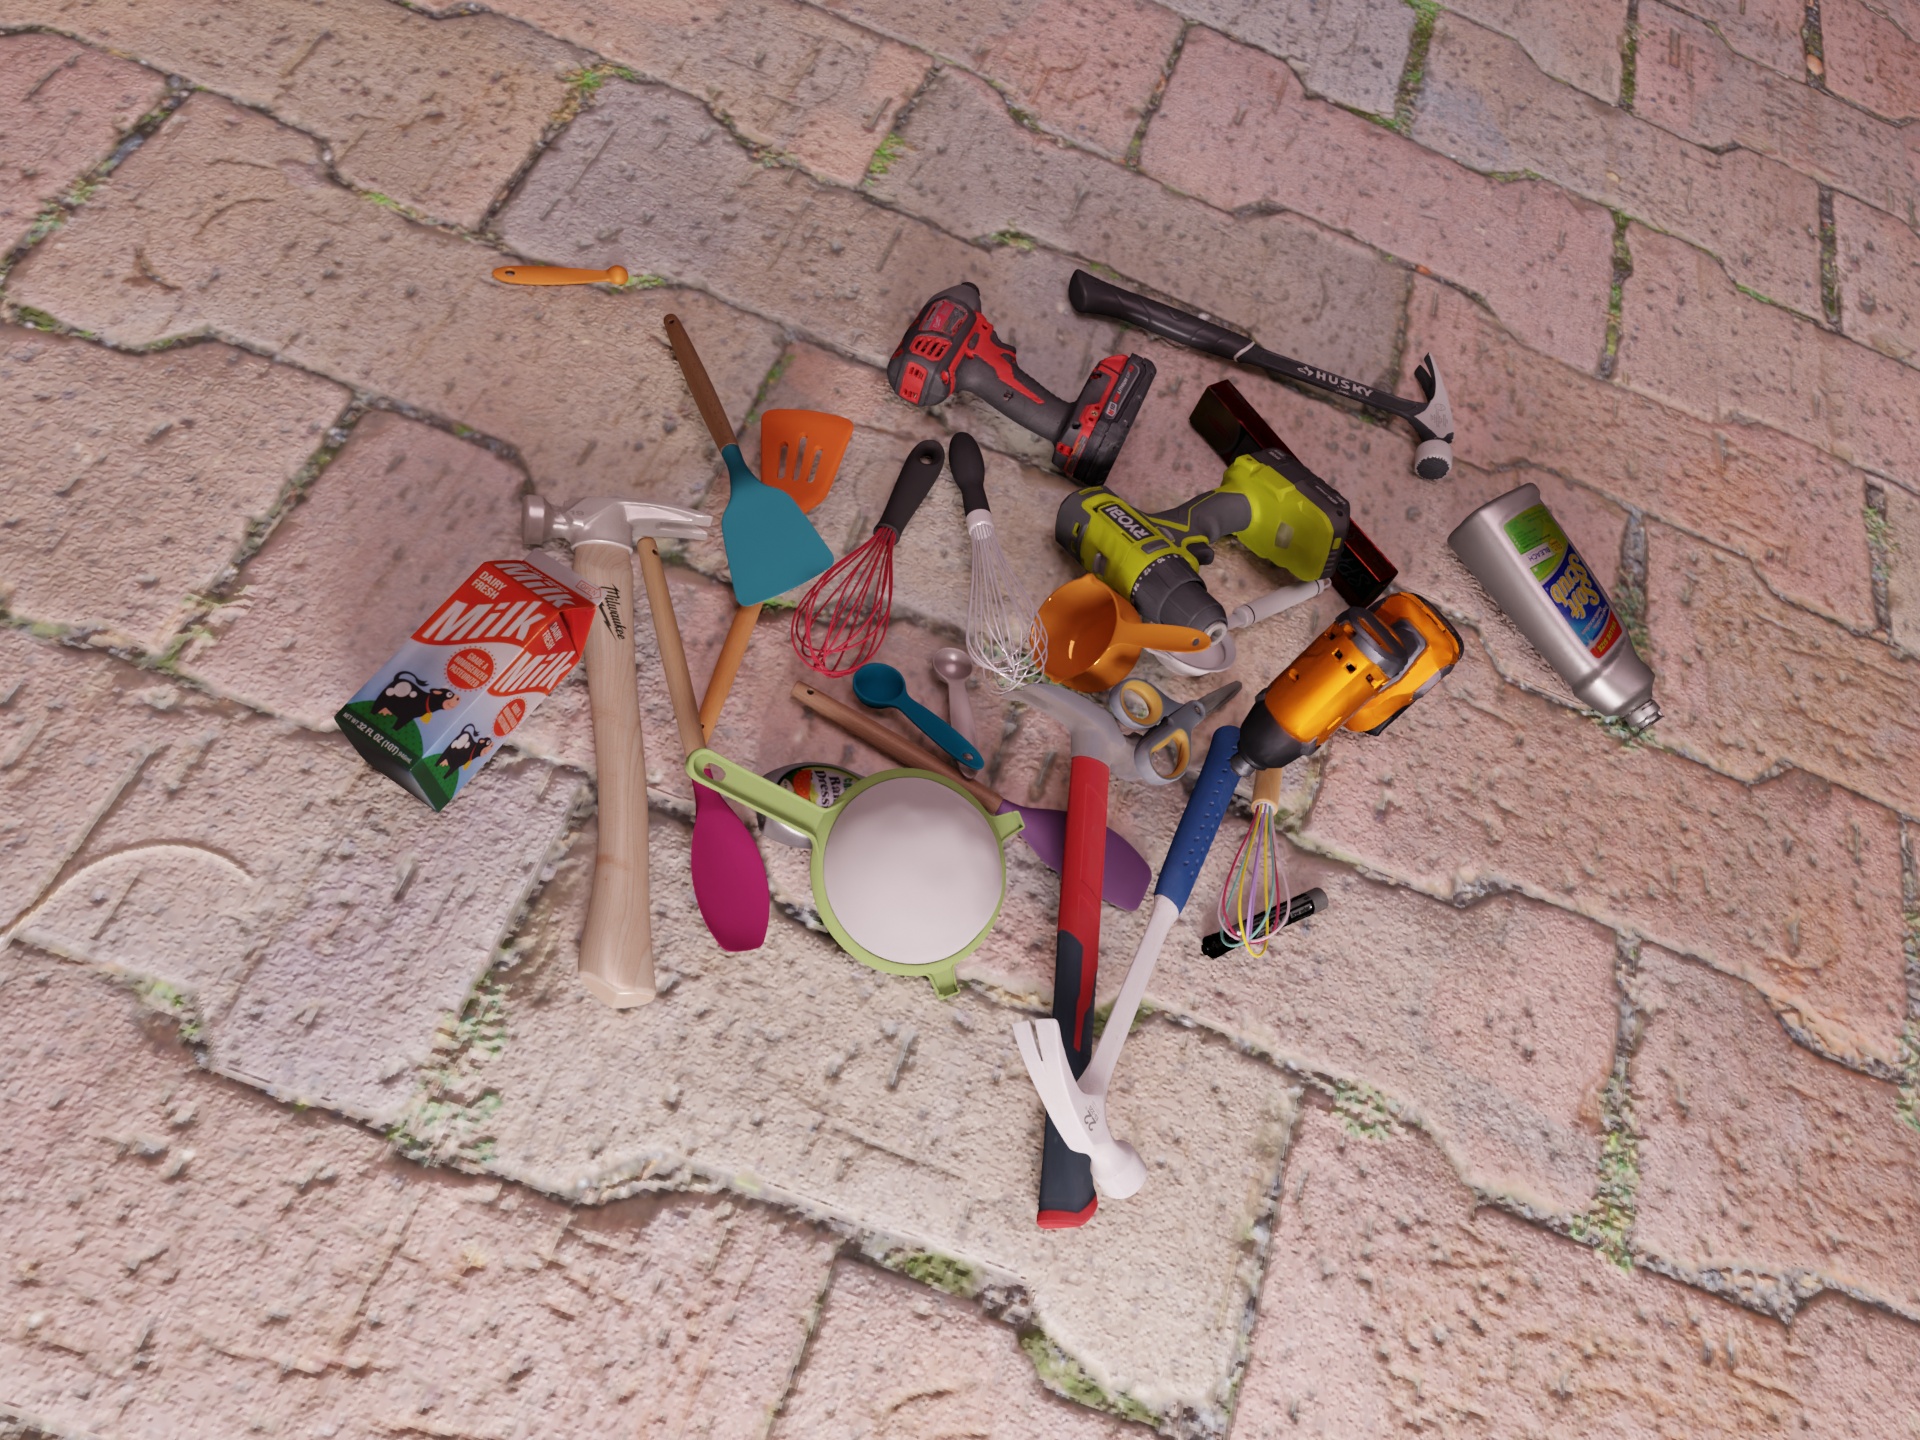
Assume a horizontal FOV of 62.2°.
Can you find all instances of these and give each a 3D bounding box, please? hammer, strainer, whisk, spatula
[{"bbox_3d":[0.300,-0.362,1.570,0.409,0.036,0.149,18,55,-7],"label":"hammer"},{"bbox_3d":[-0.071,0.080,1.116,0.256,0.069,0.151,28,71,-15],"label":"strainer"},{"bbox_3d":[-0.066,-0.139,1.302,0.073,0.073,0.296,25,49,-3],"label":"whisk"},{"bbox_3d":[0.074,0.162,1.141,0.143,0.038,0.387,27,57,-36],"label":"hammer"},{"bbox_3d":[-0.242,0.009,1.164,0.146,0.038,0.411,1,60,-20],"label":"hammer"},{"bbox_3d":[0.009,0.052,1.232,0.316,0.018,0.060,30,56,-1],"label":"spatula"},{"bbox_3d":[-0.161,-0.117,1.263,0.081,0.041,0.323,9,57,10],"label":"spatula"},{"bbox_3d":[0.240,0.089,1.266,0.047,0.051,0.245,31,45,-13],"label":"whisk"},{"bbox_3d":[0.021,-0.139,1.326,0.070,0.070,0.285,2,51,-17],"label":"whisk"},{"bbox_3d":[0.147,0.140,1.170,0.144,0.035,0.406,57,41,-24],"label":"hammer"},{"bbox_3d":[0.240,-0.086,1.381,0.258,0.050,0.087,-23,58,-35],"label":"strainer"},{"bbox_3d":[-0.194,-0.230,1.307,0.082,0.044,0.318,-26,55,-1],"label":"spatula"}]

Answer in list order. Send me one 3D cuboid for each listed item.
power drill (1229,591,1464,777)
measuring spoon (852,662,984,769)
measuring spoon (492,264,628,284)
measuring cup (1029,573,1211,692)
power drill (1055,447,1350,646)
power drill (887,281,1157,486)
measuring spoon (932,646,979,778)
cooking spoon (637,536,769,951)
[{"bbox_3d":[0.308,-0.026,1.287,0.084,0.164,0.226,51,30,15],"label":"power drill"},{"bbox_3d":[-0.033,0.002,1.237,0.129,0.021,0.042,39,52,17],"label":"measuring spoon"},{"bbox_3d":[-0.346,-0.389,1.381,0.117,0.011,0.021,-6,62,-21],"label":"measuring spoon"},{"bbox_3d":[0.137,-0.061,1.266,0.052,0.174,0.095,29,75,-47],"label":"measuring cup"},{"bbox_3d":[0.220,-0.148,1.364,0.228,0.080,0.191,-19,48,-28],"label":"power drill"},{"bbox_3d":[0.056,-0.313,1.436,0.219,0.078,0.143,25,55,1],"label":"power drill"},{"bbox_3d":[-0.002,-0.004,1.258,0.034,0.018,0.124,2,56,-16],"label":"measuring spoon"},{"bbox_3d":[-0.194,0.013,1.152,0.068,0.017,0.319,1,68,-49],"label":"cooking spoon"}]
